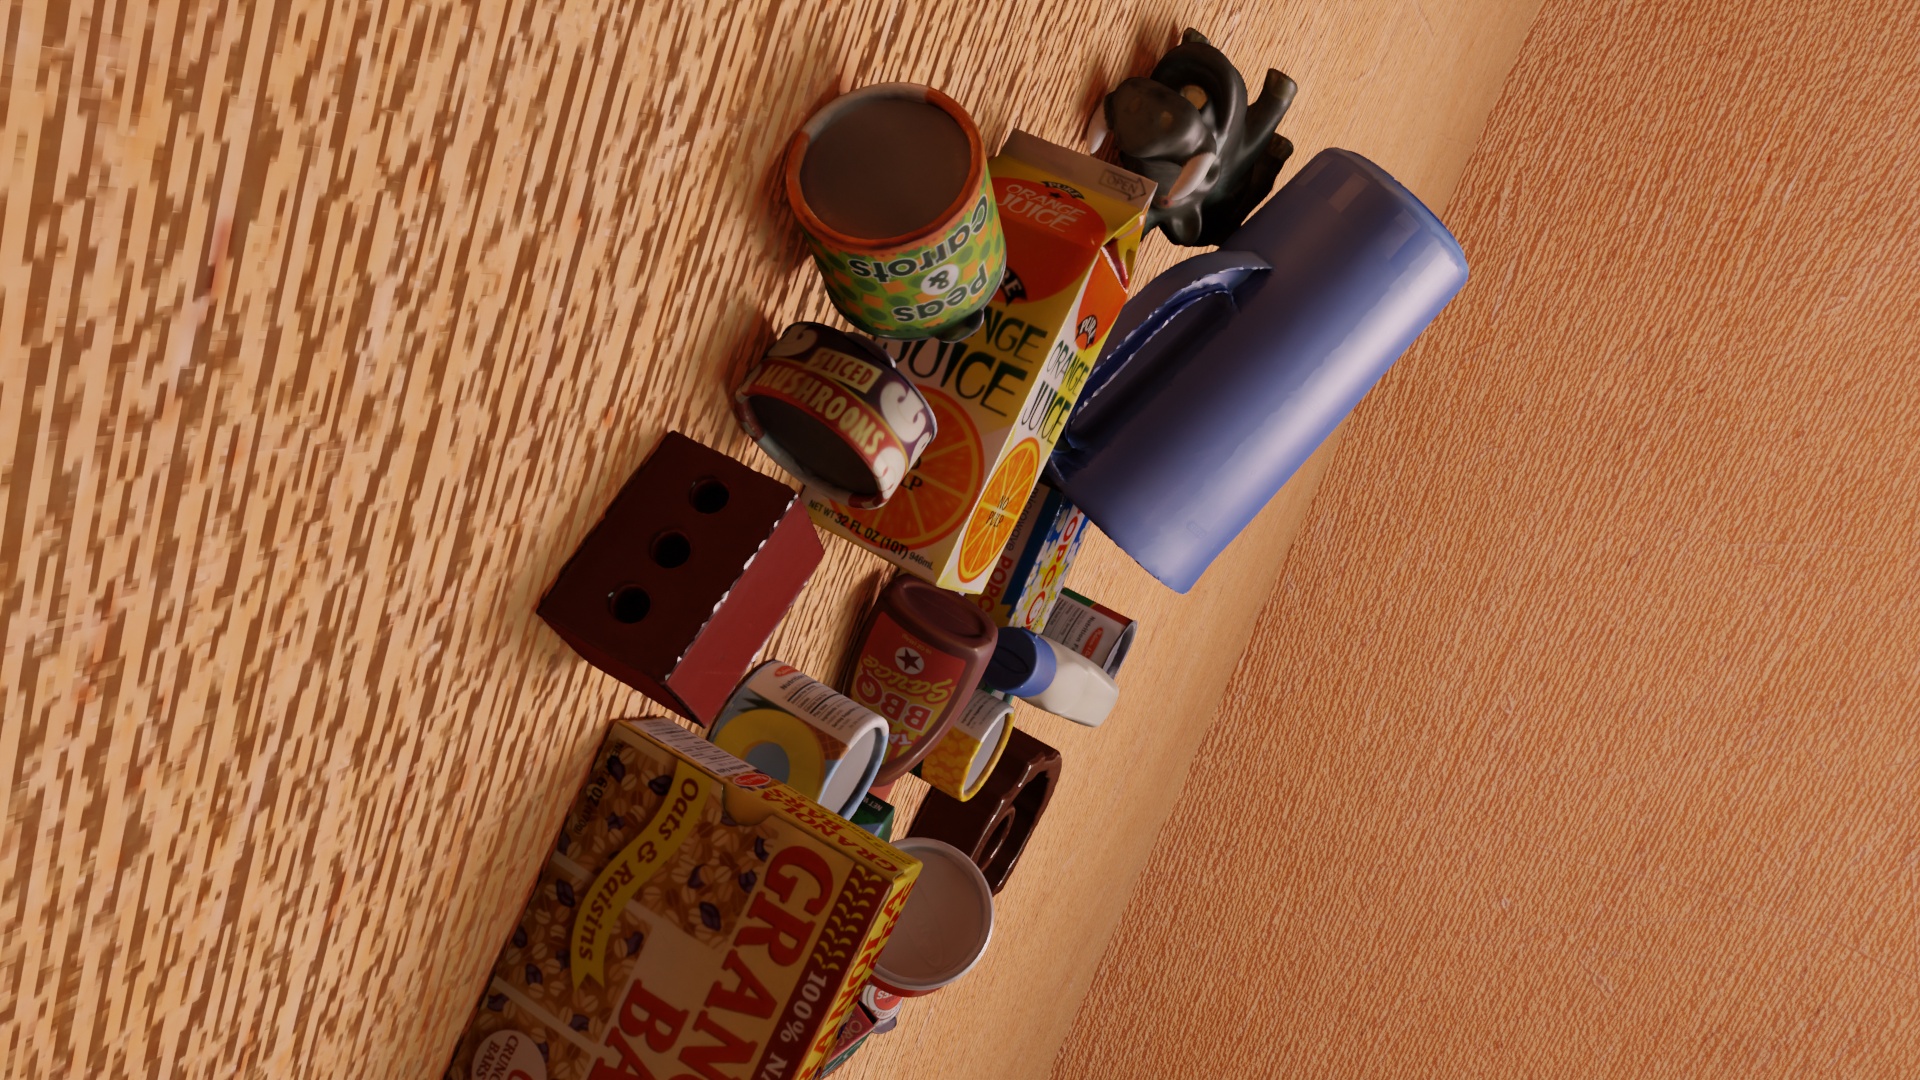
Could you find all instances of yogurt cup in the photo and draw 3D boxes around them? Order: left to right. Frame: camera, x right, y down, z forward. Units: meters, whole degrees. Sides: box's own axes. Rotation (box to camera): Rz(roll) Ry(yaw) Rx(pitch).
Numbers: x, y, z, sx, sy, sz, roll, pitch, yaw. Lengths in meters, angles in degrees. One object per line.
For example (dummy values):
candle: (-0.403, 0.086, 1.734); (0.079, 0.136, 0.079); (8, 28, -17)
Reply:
yogurt cup: (-0.021, 0.177, 0.640); (0.073, 0.072, 0.053); (-54, 168, -29)

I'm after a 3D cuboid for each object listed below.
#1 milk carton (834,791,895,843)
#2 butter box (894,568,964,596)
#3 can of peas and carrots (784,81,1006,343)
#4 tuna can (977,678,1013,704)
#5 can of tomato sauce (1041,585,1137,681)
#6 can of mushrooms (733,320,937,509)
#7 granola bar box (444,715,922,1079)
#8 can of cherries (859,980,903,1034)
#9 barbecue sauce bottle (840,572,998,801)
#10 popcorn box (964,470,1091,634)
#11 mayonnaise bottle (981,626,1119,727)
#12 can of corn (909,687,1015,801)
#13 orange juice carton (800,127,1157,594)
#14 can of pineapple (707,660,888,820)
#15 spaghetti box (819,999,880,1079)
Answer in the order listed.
milk carton: (-0.111, 0.185, 0.619); (0.191, 0.072, 0.073); (-47, 156, -46)
butter box: (0.003, -0.009, 0.749); (0.103, 0.024, 0.053); (-61, 162, -8)
can of peas and carrots: (-0.019, -0.108, 0.466); (0.071, 0.071, 0.058); (-59, 161, -15)
tuna can: (0.011, 0.105, 0.921); (0.071, 0.033, 0.070); (-53, 160, -29)
can of tomato sauce: (0.069, 0.067, 0.951); (0.071, 0.083, 0.070); (-54, 160, -29)
can of mushrooms: (-0.044, -0.044, 0.490); (0.033, 0.071, 0.070); (-55, 161, -22)
granola bar box: (-0.106, 0.167, 0.517); (0.165, 0.124, 0.039); (-64, 164, 2)
can of cherries: (-0.060, 0.268, 0.885); (0.072, 0.071, 0.058); (-36, 147, -56)
barbecue sauce bottle: (-0.036, 0.090, 0.724); (0.044, 0.065, 0.147); (-46, 165, -57)
popcorn box: (0.038, 0.018, 0.867); (0.126, 0.038, 0.085); (-67, 162, 10)
mayonnaise bottle: (0.049, 0.079, 0.820); (0.041, 0.065, 0.148); (-59, 157, 0)
can of corn: (-0.008, 0.118, 0.844); (0.071, 0.058, 0.070); (-53, 160, -30)
orange juice carton: (0.011, -0.079, 0.595); (0.192, 0.072, 0.073); (-64, 163, 2)
can of pineapple: (-0.074, 0.097, 0.623); (0.071, 0.058, 0.070); (-54, 161, -29)
spaghetti box: (-0.141, 0.287, 0.635); (0.251, 0.029, 0.050); (-25, 155, -42)
